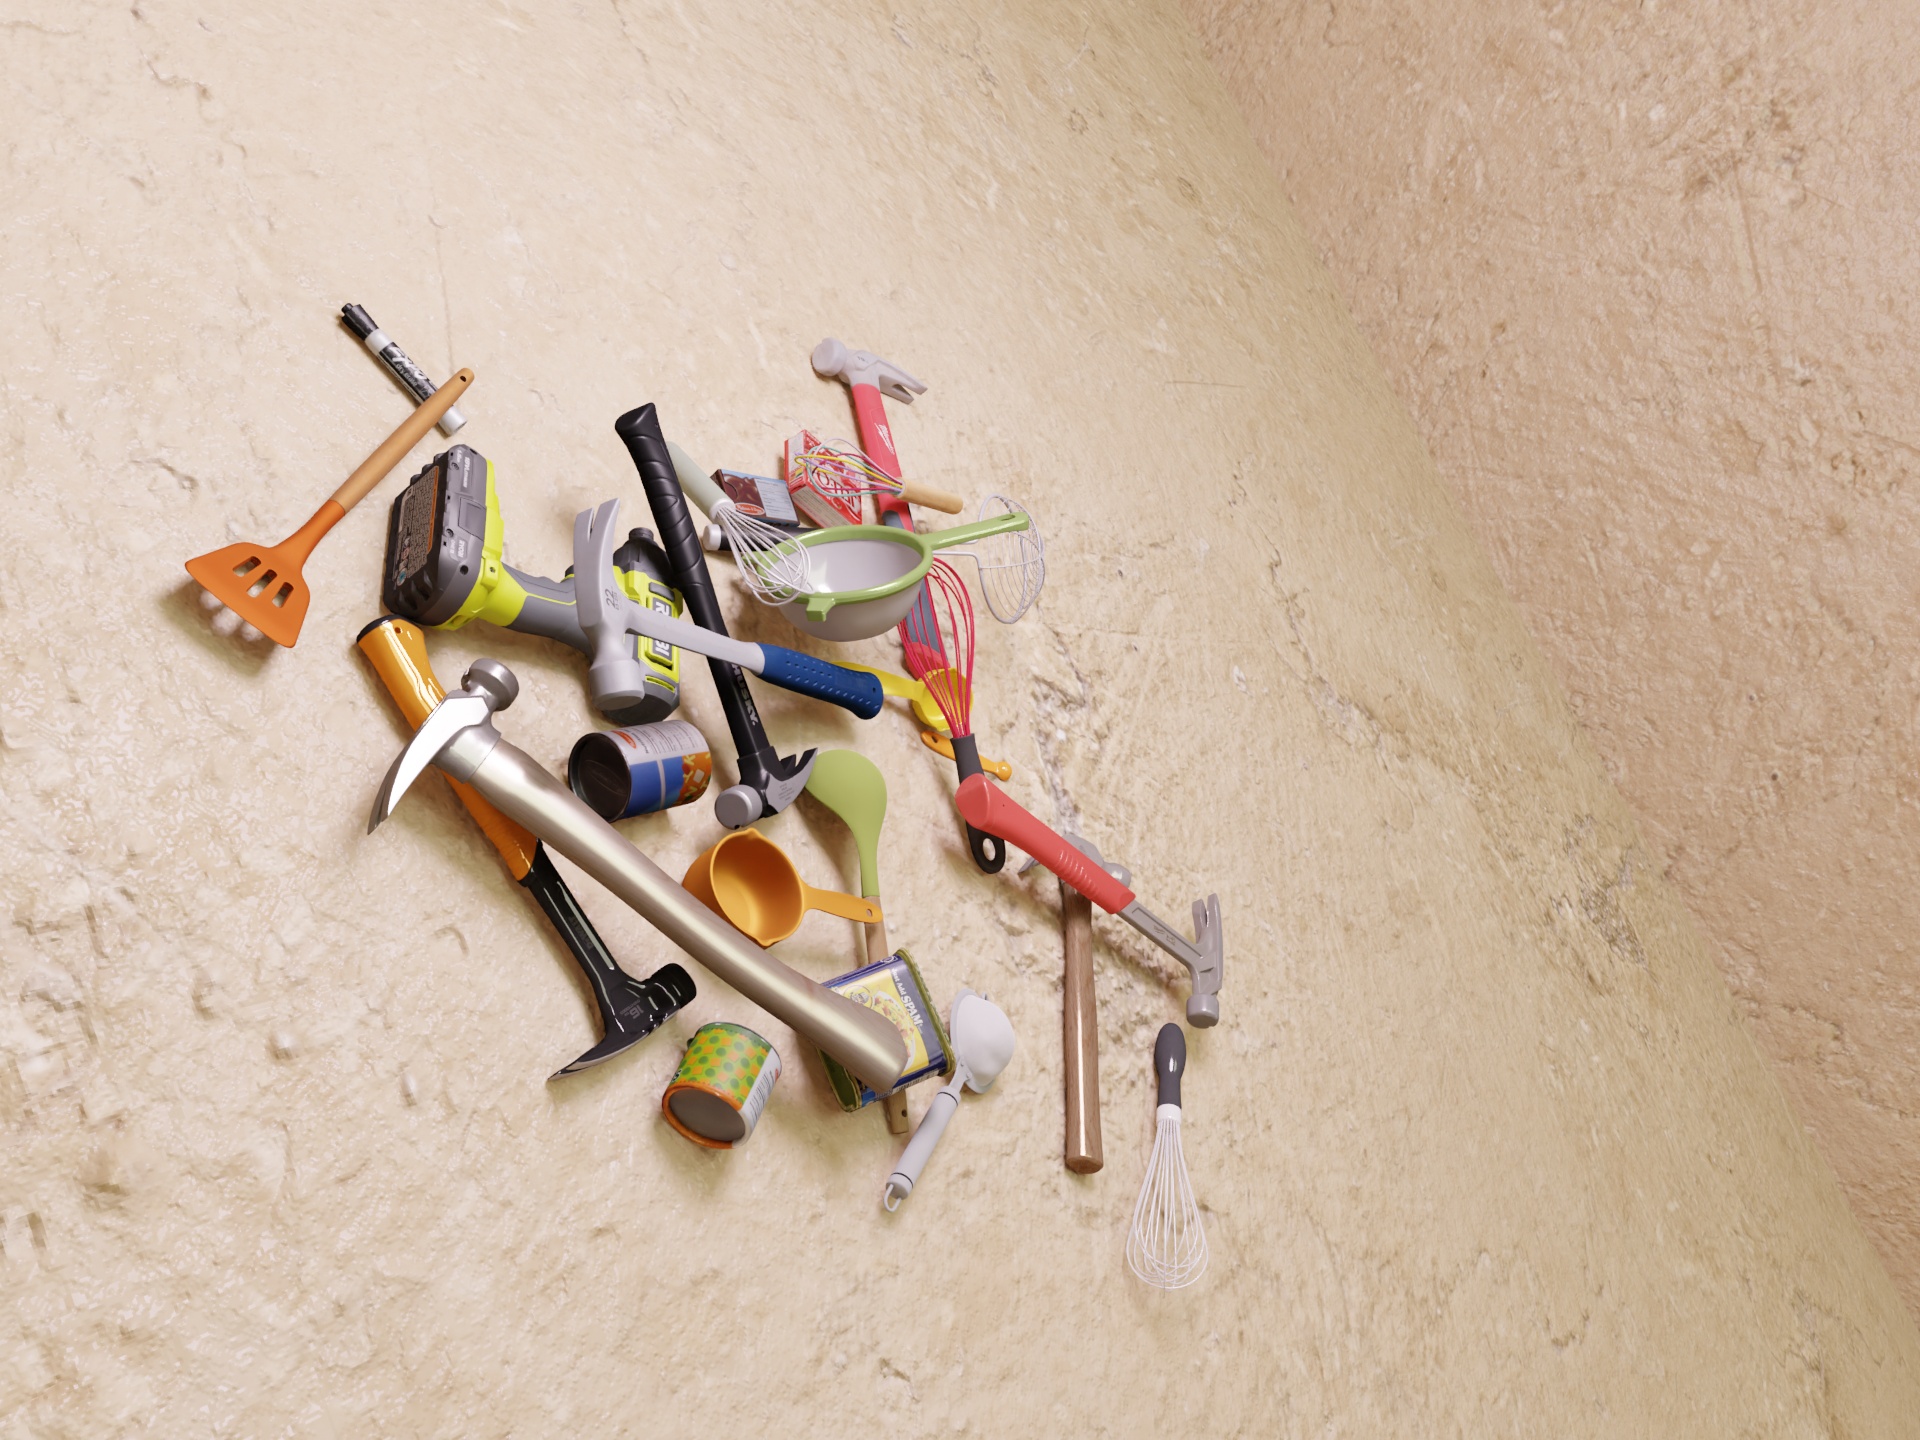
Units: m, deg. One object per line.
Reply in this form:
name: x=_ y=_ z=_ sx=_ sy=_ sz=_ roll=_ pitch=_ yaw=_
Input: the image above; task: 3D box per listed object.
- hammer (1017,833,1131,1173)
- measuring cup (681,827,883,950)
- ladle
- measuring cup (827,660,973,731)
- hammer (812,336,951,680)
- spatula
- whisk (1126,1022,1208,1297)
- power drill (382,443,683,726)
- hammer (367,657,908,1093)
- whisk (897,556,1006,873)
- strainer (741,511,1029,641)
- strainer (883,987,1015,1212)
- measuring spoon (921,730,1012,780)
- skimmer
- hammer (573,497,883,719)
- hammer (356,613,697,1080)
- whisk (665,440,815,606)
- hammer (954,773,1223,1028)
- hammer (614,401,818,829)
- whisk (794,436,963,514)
hammer: x=0.107 y=0.247 z=1.443 sx=0.130 sy=0.031 sz=0.332 roll=32 pitch=42 yaw=-31
measuring cup: x=-0.137 y=0.143 z=1.216 sx=0.173 sy=0.052 sz=0.095 roll=20 pitch=49 yaw=-43
ladle: x=-0.077 y=0.172 z=1.283 sx=0.078 sy=0.062 sz=0.320 roll=13 pitch=61 yaw=-46
measuring cup: x=-0.061 y=-0.031 z=1.464 sx=0.156 sy=0.029 sz=0.062 roll=14 pitch=86 yaw=-28
hammer: x=-0.055 y=-0.208 z=1.600 sx=0.143 sy=0.038 sz=0.387 roll=15 pitch=52 yaw=-46
spatula: x=-0.420 y=-0.166 z=1.113 sx=0.081 sy=0.041 sz=0.323 roll=42 pitch=42 yaw=-19
whisk: x=0.185 y=0.382 z=1.416 sx=0.070 sy=0.070 sz=0.285 roll=41 pitch=33 yaw=-22
power drill: x=-0.307 y=-0.107 z=1.189 sx=0.223 sy=0.080 sz=0.171 roll=26 pitch=46 yaw=-42
hammer: x=-0.201 y=0.135 z=1.081 sx=0.410 sy=0.038 sz=0.146 roll=41 pitch=44 yaw=-16
whisk: x=-0.002 y=-0.005 z=1.439 sx=0.073 sy=0.073 sz=0.296 roll=-17 pitch=95 yaw=-54
strainer: x=-0.050 y=-0.123 z=1.378 sx=0.256 sy=0.069 sz=0.152 roll=-18 pitch=31 yaw=-25
strainer: x=-0.005 y=0.295 z=1.257 sx=0.086 sy=0.050 sz=0.258 roll=66 pitch=32 yaw=-20
measuring spoon: x=0.008 y=0.031 z=1.509 sx=0.116 sy=0.011 sz=0.021 roll=25 pitch=46 yaw=-37
skimmer: x=-0.073 y=-0.157 z=1.486 sx=0.363 sy=0.090 sz=0.127 roll=0 pitch=86 yaw=-27
hammer: x=-0.162 y=-0.054 z=1.210 sx=0.405 sy=0.035 sz=0.144 roll=19 pitch=56 yaw=-66
hammer: x=-0.310 y=0.077 z=1.074 sx=0.337 sy=0.034 sz=0.127 roll=57 pitch=34 yaw=0
whisk: x=-0.193 y=-0.169 z=1.319 sx=0.059 sy=0.058 sz=0.247 roll=18 pitch=21 yaw=-49
hammer: x=0.129 y=0.147 z=1.482 sx=0.358 sy=0.036 sz=0.149 roll=38 pitch=40 yaw=-31
hammer: x=-0.198 y=-0.087 z=1.247 sx=0.335 sy=0.035 sz=0.146 roll=71 pitch=19 yaw=-4
whisk: x=-0.070 y=-0.225 z=1.520 sx=0.244 sy=0.047 sz=0.051 roll=6 pitch=58 yaw=-55
